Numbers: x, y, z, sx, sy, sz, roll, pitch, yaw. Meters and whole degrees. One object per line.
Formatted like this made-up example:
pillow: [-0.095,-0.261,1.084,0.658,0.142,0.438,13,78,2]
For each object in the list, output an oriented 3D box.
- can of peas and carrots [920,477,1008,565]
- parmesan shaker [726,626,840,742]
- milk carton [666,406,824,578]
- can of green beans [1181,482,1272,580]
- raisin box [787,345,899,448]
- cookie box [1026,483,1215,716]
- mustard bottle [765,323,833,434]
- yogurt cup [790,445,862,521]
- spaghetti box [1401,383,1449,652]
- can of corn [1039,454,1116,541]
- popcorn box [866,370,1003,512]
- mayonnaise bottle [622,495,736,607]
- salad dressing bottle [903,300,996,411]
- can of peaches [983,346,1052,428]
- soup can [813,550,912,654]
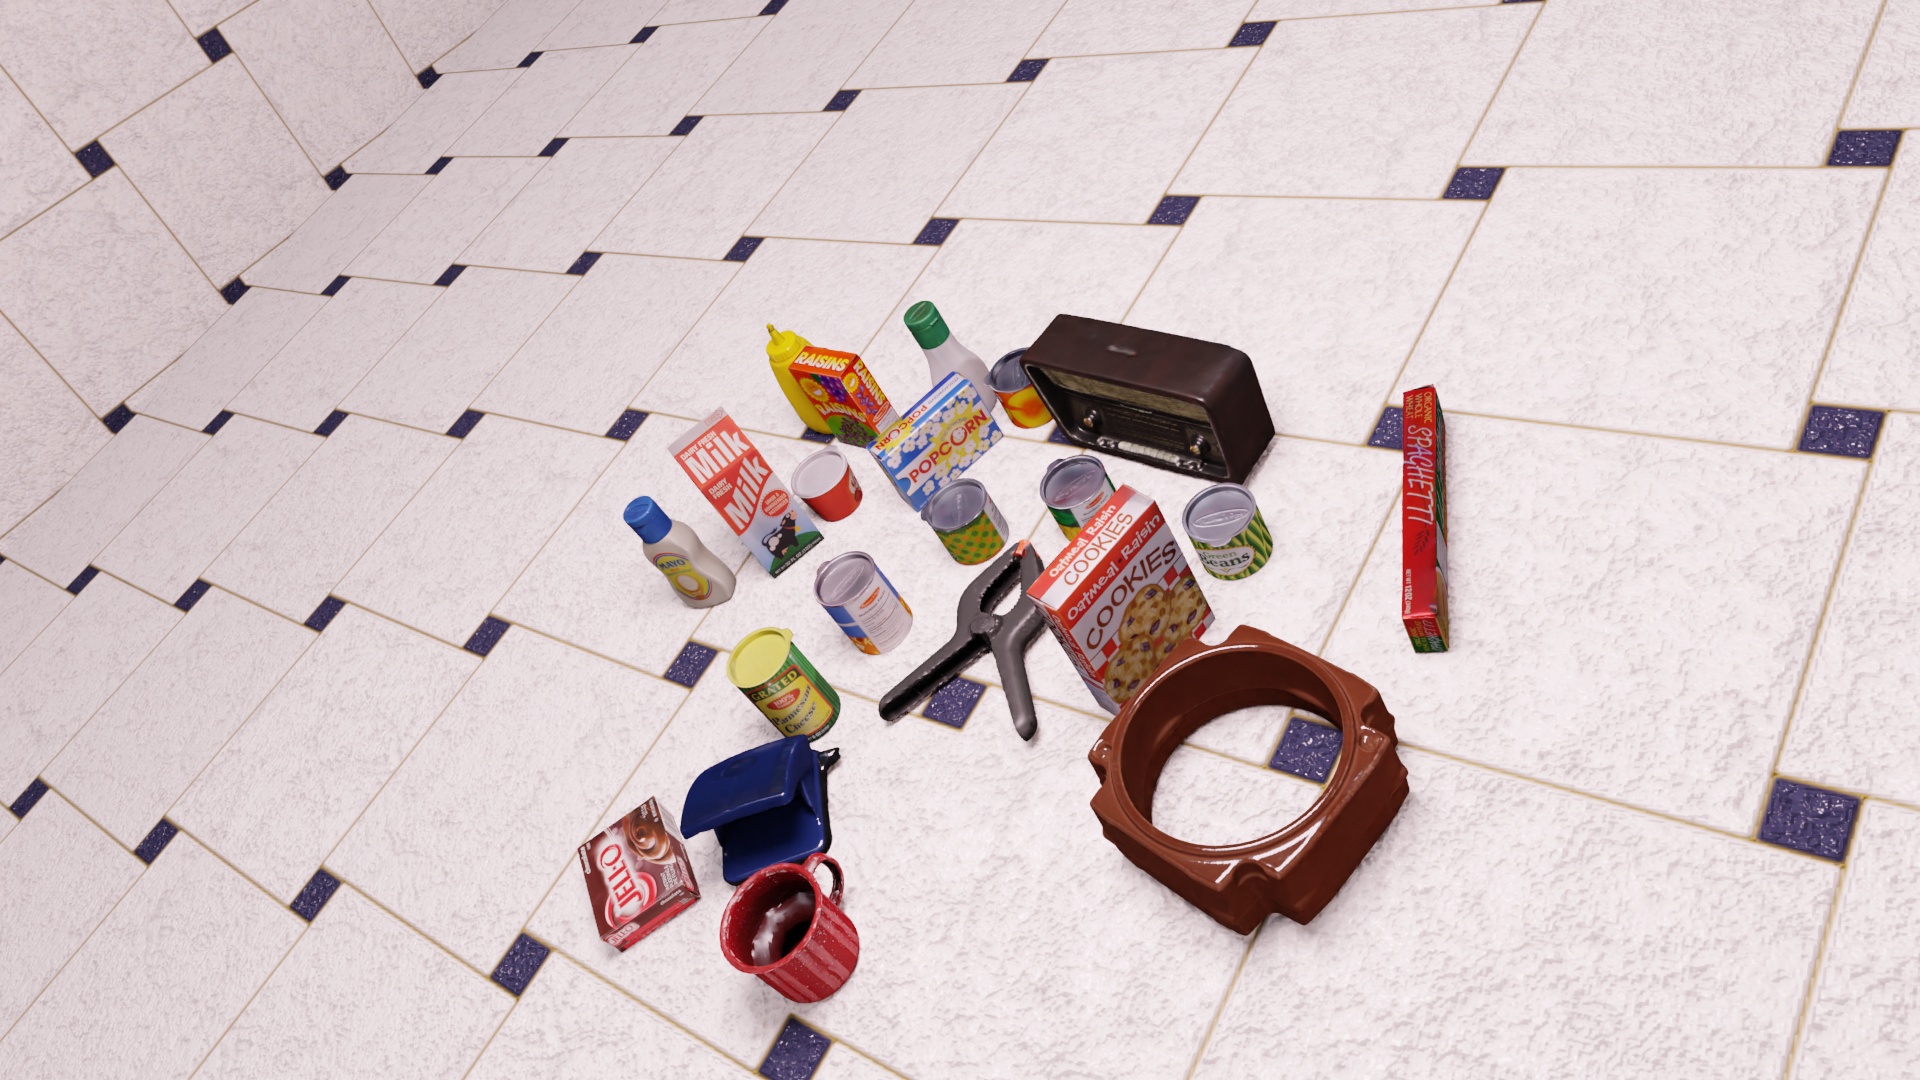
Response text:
can of peas and carrots: [0.005,-0.017,1.367,0.071,0.058,0.071,-17,45,18]
parmesan shaker: [-0.161,0.135,1.295,0.071,0.102,0.072,-17,45,18]
milk carton: [-0.227,-0.055,1.447,0.072,0.190,0.073,-40,42,-6]
can of green beans: [0.234,-0.007,1.217,0.071,0.057,0.071,-17,45,18]
raisin box: [-0.122,-0.155,1.524,0.086,0.123,0.040,16,62,40]
cookie box: [0.135,0.053,1.141,0.123,0.167,0.040,-48,44,-15]
mustard bottle: [-0.177,-0.190,1.563,0.049,0.159,0.065,3,54,34]
yogurt cup: [-0.141,-0.057,1.497,0.072,0.053,0.073,-17,45,18]
spaghetti box: [0.383,-0.023,1.145,0.028,0.050,0.251,-8,48,26]
can of corn: [0.115,-0.040,1.320,0.071,0.058,0.071,-17,45,18]
popcorn box: [-0.025,-0.103,1.445,0.127,0.085,0.038,-42,43,-9]
mayonnaise bottle: [-0.298,0.013,1.460,0.064,0.147,0.041,-12,46,23]
salad dressing bottle: [-0.012,-0.190,1.470,0.044,0.147,0.064,23,66,43]
can of peaches: [0.068,-0.159,1.459,0.071,0.058,0.071,-17,45,18]
soup can: [-0.094,0.060,1.338,0.071,0.083,0.072,-17,45,18]
